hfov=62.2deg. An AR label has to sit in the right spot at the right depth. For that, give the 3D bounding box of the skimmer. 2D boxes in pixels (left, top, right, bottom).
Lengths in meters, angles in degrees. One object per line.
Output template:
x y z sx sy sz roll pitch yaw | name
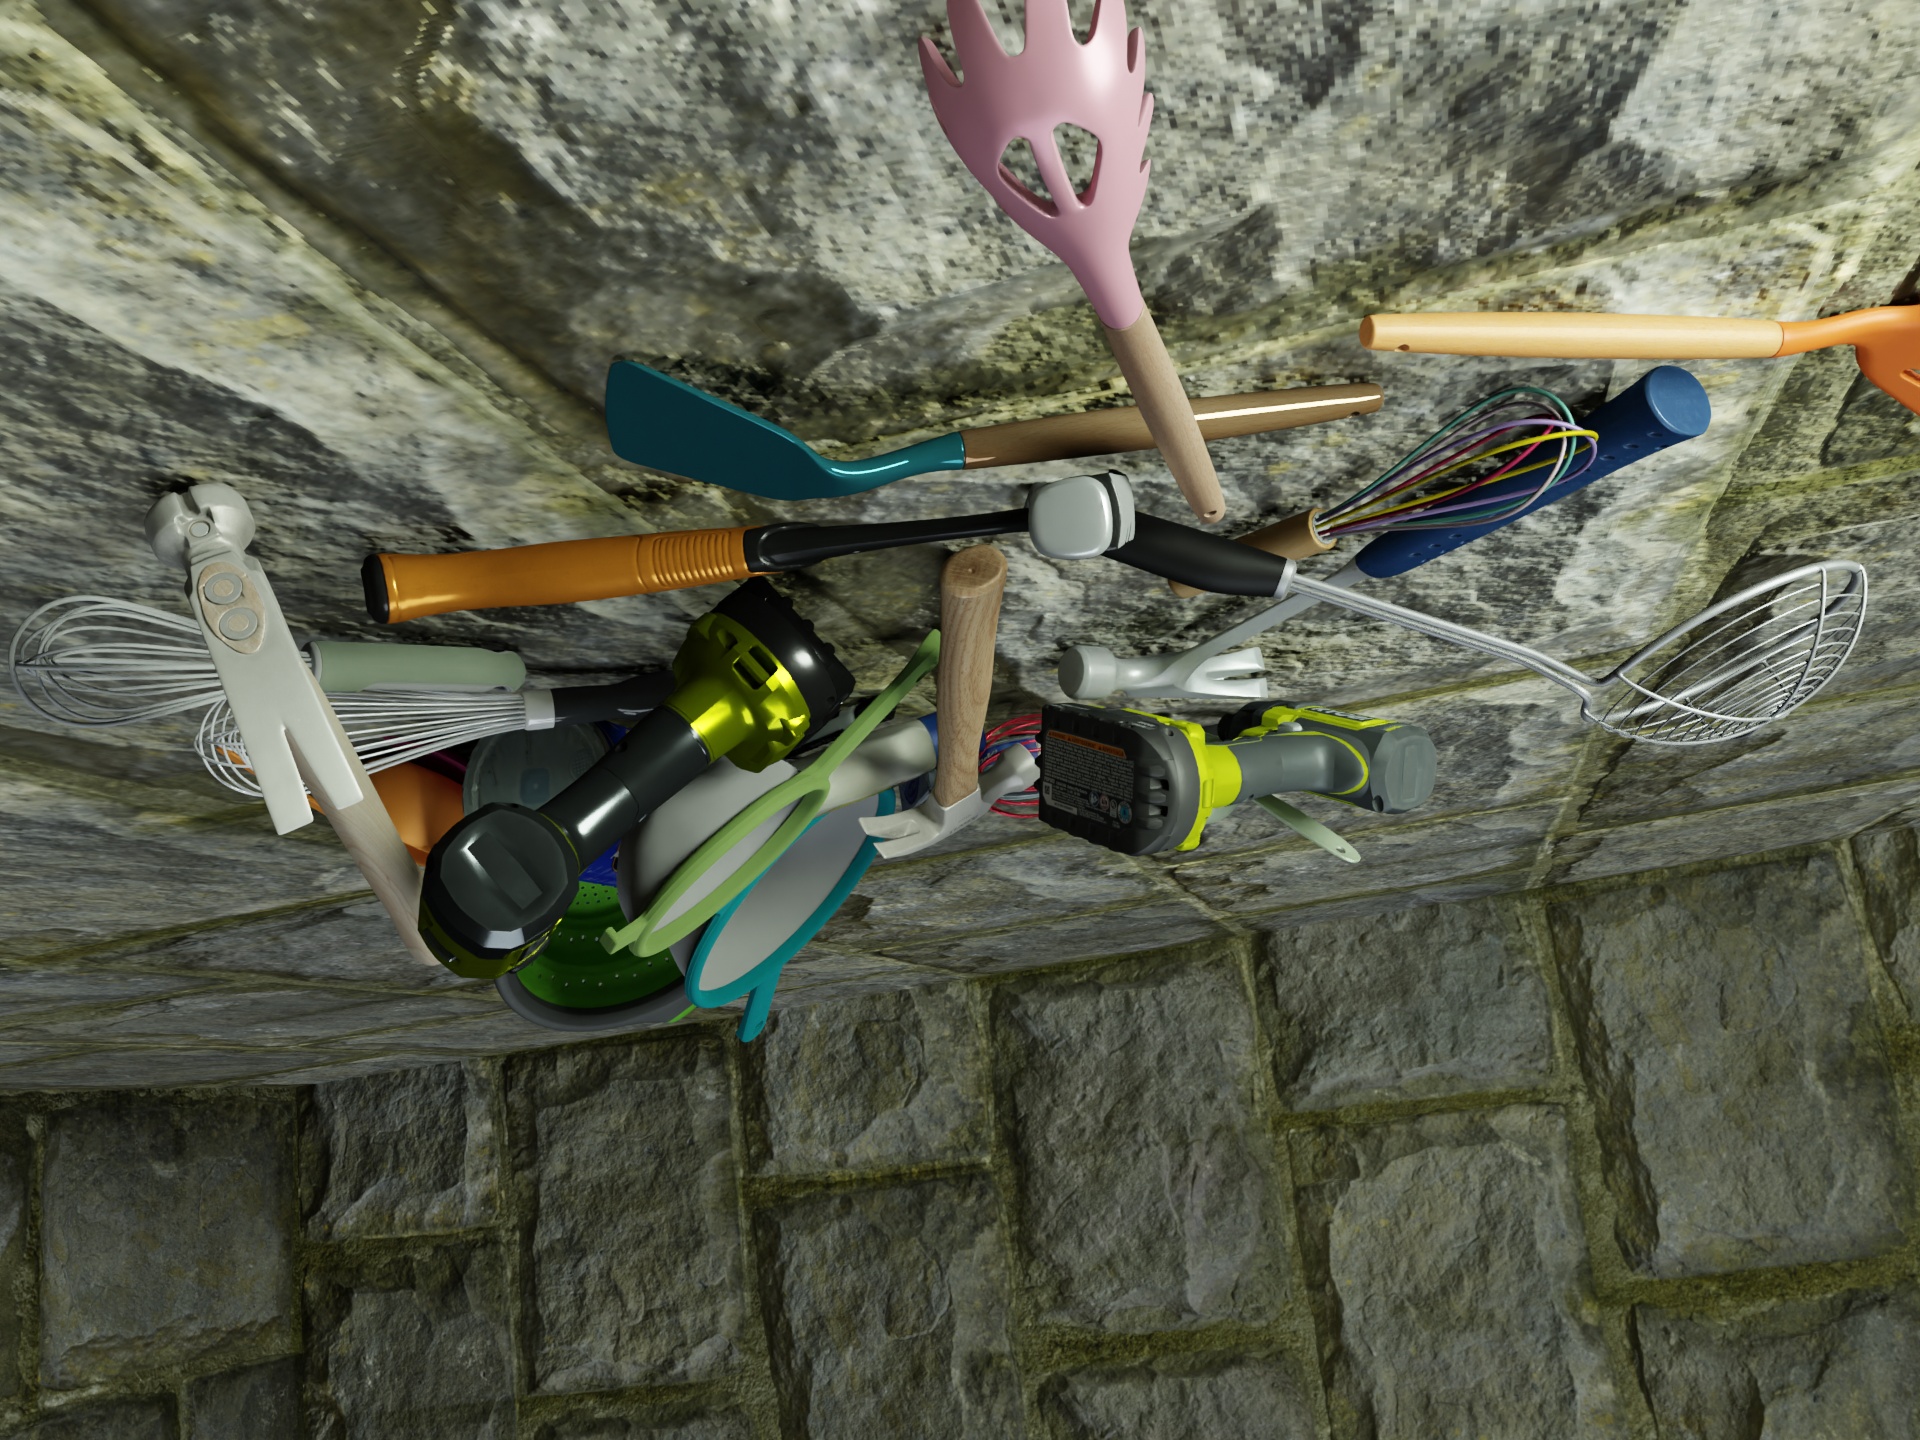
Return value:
0.212 -0.069 0.717 0.363 0.090 0.127 18 157 6 | skimmer

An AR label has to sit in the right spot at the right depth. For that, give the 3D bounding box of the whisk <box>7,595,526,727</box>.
-0.323 -0.026 0.770 0.246 0.059 0.058 0 176 -45 | whisk

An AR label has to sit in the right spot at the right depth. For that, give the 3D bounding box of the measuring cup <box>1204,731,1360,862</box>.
0.196 0.063 1.097 0.083 0.168 0.038 -31 147 -49 | measuring cup

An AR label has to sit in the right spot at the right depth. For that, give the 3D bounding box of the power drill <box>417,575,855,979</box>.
-0.171 0.041 0.793 0.228 0.080 0.190 -43 -179 -25 | power drill

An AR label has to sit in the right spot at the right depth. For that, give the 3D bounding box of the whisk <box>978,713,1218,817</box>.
0.136 0.022 1.171 0.295 0.073 0.073 -7 166 -24 | whisk

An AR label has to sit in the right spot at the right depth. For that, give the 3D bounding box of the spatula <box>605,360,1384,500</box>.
0.022 -0.121 0.634 0.317 0.044 0.082 -9 166 -14 | spatula

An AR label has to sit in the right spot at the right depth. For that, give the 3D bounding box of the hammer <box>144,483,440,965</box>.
-0.288 0.055 0.770 0.038 0.146 0.410 -24 160 -17 | hammer

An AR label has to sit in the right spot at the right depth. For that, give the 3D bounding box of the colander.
-0.323 0.111 1.212 0.204 0.095 0.396 -41 138 8 | colander

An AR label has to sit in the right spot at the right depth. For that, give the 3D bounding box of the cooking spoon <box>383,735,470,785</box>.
-0.272 0.070 1.090 0.069 0.017 0.318 10 162 30 | cooking spoon

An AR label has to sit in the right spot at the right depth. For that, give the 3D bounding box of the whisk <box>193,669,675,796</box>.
-0.267 -0.003 0.878 0.284 0.070 0.070 -7 166 -24 | whisk

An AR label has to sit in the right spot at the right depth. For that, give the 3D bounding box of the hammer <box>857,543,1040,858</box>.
-0.001 -0.003 0.930 0.130 0.031 0.331 -32 160 -16 | hammer

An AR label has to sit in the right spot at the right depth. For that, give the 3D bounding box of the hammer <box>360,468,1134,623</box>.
-0.095 -0.072 0.675 0.337 0.034 0.127 -4 -172 13 | hammer

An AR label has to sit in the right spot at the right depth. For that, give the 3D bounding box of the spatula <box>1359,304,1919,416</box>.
0.311 -0.147 0.645 0.322 0.041 0.081 -3 165 -15 | spatula

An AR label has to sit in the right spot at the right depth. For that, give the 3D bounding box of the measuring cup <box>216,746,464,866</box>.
-0.376 0.039 0.993 0.095 0.052 0.173 3 153 43 | measuring cup

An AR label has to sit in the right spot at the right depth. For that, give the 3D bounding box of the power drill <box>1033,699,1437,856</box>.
0.164 0.025 1.013 0.223 0.080 0.171 -5 -168 -32 | power drill

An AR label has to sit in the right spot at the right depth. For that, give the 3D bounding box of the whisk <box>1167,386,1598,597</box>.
0.189 -0.100 0.762 0.245 0.051 0.047 -18 -163 50 | whisk

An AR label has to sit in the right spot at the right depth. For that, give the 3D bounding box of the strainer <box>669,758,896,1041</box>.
-0.164 0.138 1.209 0.211 0.095 0.340 -39 162 -36 | strainer

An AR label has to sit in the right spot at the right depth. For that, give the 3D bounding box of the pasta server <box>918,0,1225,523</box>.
0.059 -0.134 0.542 0.060 0.040 0.316 -12 163 15 | pasta server

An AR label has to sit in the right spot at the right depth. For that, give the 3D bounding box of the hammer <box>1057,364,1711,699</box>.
0.219 -0.081 0.858 0.144 0.035 0.405 1 163 -30 | hammer

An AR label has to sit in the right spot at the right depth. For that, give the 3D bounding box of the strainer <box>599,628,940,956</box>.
-0.115 0.026 0.924 0.256 0.069 0.151 -46 172 4 | strainer
